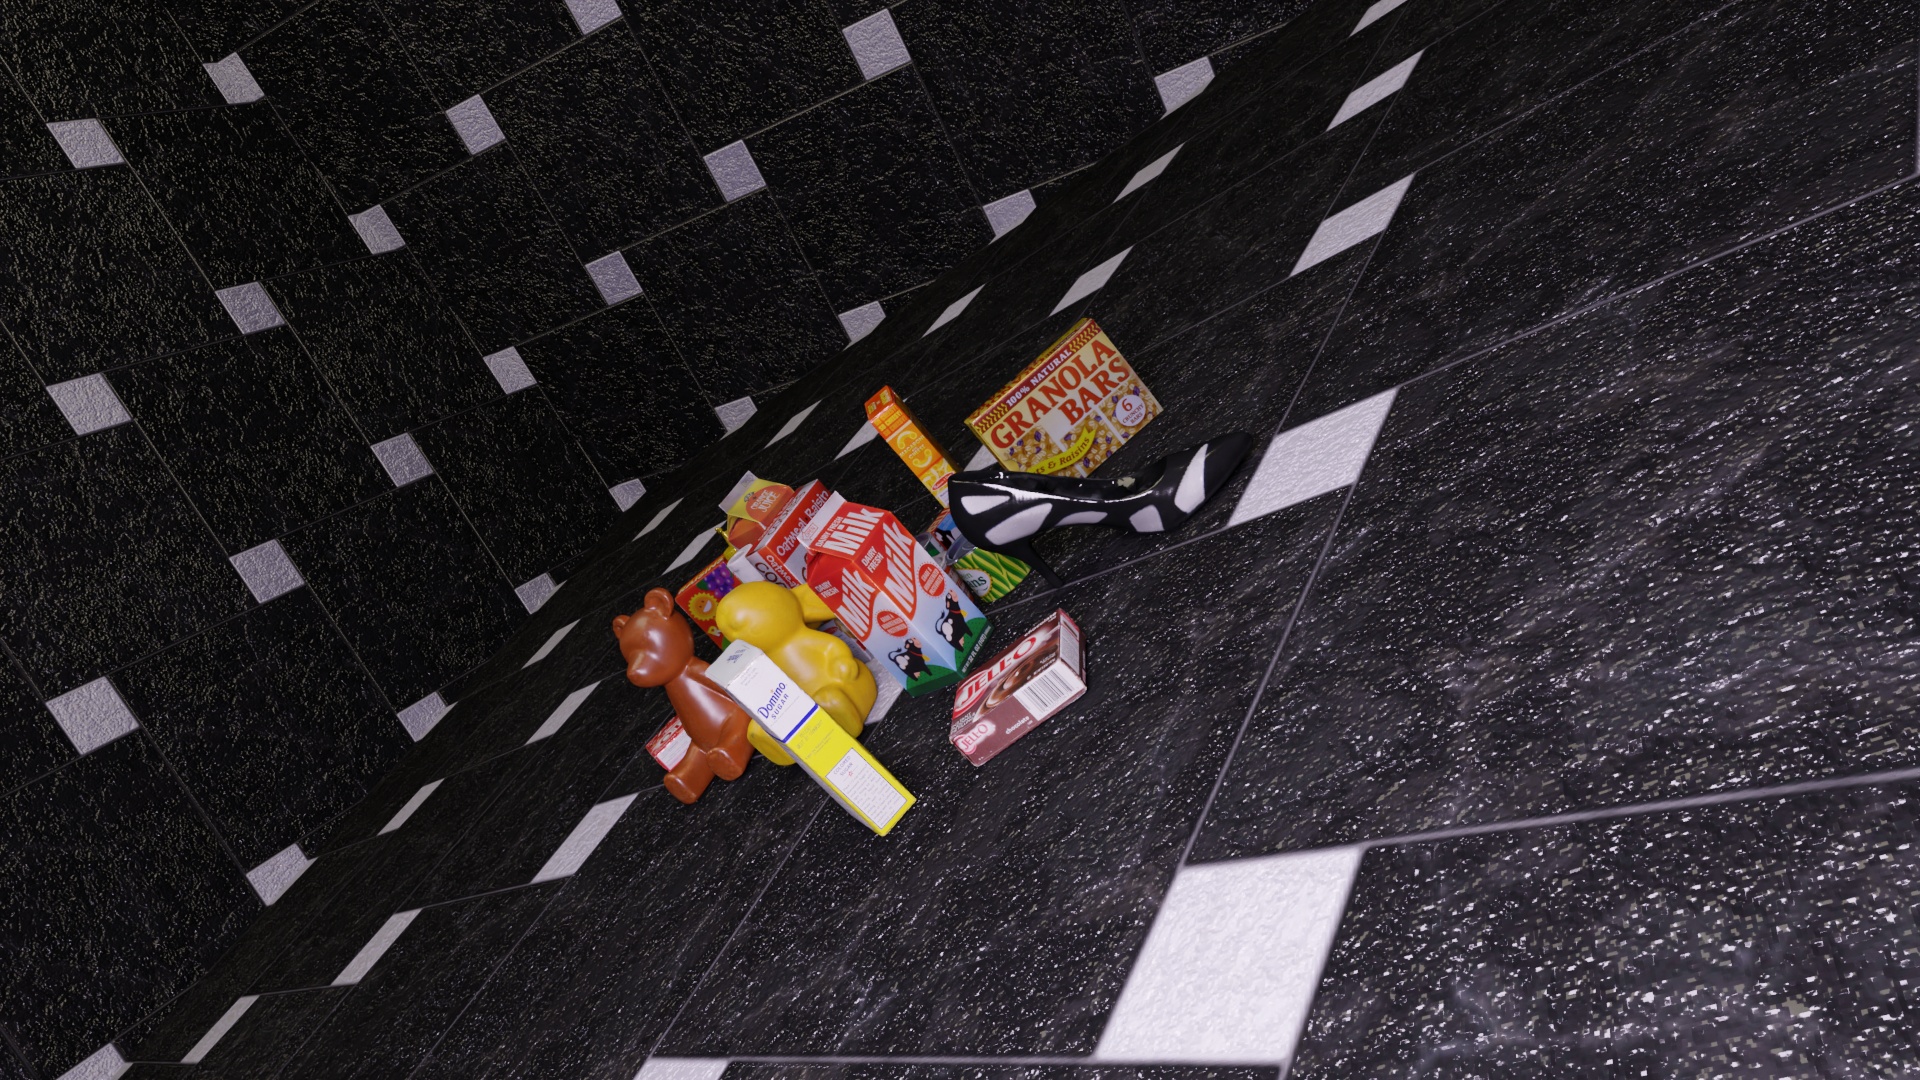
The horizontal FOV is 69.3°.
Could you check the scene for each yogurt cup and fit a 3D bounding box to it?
[{"bbox_3d":[-0.024,0.055,1.368,0.072,0.054,0.072,-37,16,13],"label":"yogurt cup"}]

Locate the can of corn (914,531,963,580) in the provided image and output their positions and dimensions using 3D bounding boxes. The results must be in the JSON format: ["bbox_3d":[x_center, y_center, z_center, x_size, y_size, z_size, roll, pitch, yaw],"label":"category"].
[{"bbox_3d":[-0.040,0.036,1.447,0.071,0.058,0.071,-37,16,13],"label":"can of corn"}]

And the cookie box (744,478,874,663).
[{"bbox_3d":[-0.136,0.035,1.471,0.040,0.167,0.123,-28,20,39],"label":"cookie box"}]

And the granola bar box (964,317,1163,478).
[{"bbox_3d":[0.107,-0.129,1.429,0.165,0.124,0.039,-41,16,-1],"label":"granola bar box"}]

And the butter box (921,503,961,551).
[{"bbox_3d":[0.005,-0.019,1.498,0.024,0.053,0.104,-22,24,49],"label":"butter box"}]

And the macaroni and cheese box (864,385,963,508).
[{"bbox_3d":[-0.040,-0.099,1.609,0.040,0.166,0.124,-40,16,5],"label":"macaroni and cheese box"}]

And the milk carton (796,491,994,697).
[{"bbox_3d":[-0.065,0.045,1.242,0.073,0.190,0.073,-26,22,43],"label":"milk carton"}]

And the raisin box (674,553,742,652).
[{"bbox_3d":[-0.287,0.087,1.758,0.086,0.123,0.040,-37,16,13],"label":"raisin box"}]

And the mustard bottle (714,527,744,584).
[{"bbox_3d":[-0.247,0.041,1.722,0.048,0.160,0.065,-38,16,11],"label":"mustard bottle"}]

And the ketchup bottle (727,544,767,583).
[{"bbox_3d":[-0.198,0.068,1.559,0.044,0.148,0.064,-49,18,-27],"label":"ketchup bottle"}]

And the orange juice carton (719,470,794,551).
[{"bbox_3d":[-0.206,0.007,1.660,0.073,0.192,0.072,-25,22,44],"label":"orange juice carton"}]

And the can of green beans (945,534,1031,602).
[{"bbox_3d":[0.029,0.017,1.340,0.071,0.057,0.071,-37,16,13],"label":"can of green beans"}]
